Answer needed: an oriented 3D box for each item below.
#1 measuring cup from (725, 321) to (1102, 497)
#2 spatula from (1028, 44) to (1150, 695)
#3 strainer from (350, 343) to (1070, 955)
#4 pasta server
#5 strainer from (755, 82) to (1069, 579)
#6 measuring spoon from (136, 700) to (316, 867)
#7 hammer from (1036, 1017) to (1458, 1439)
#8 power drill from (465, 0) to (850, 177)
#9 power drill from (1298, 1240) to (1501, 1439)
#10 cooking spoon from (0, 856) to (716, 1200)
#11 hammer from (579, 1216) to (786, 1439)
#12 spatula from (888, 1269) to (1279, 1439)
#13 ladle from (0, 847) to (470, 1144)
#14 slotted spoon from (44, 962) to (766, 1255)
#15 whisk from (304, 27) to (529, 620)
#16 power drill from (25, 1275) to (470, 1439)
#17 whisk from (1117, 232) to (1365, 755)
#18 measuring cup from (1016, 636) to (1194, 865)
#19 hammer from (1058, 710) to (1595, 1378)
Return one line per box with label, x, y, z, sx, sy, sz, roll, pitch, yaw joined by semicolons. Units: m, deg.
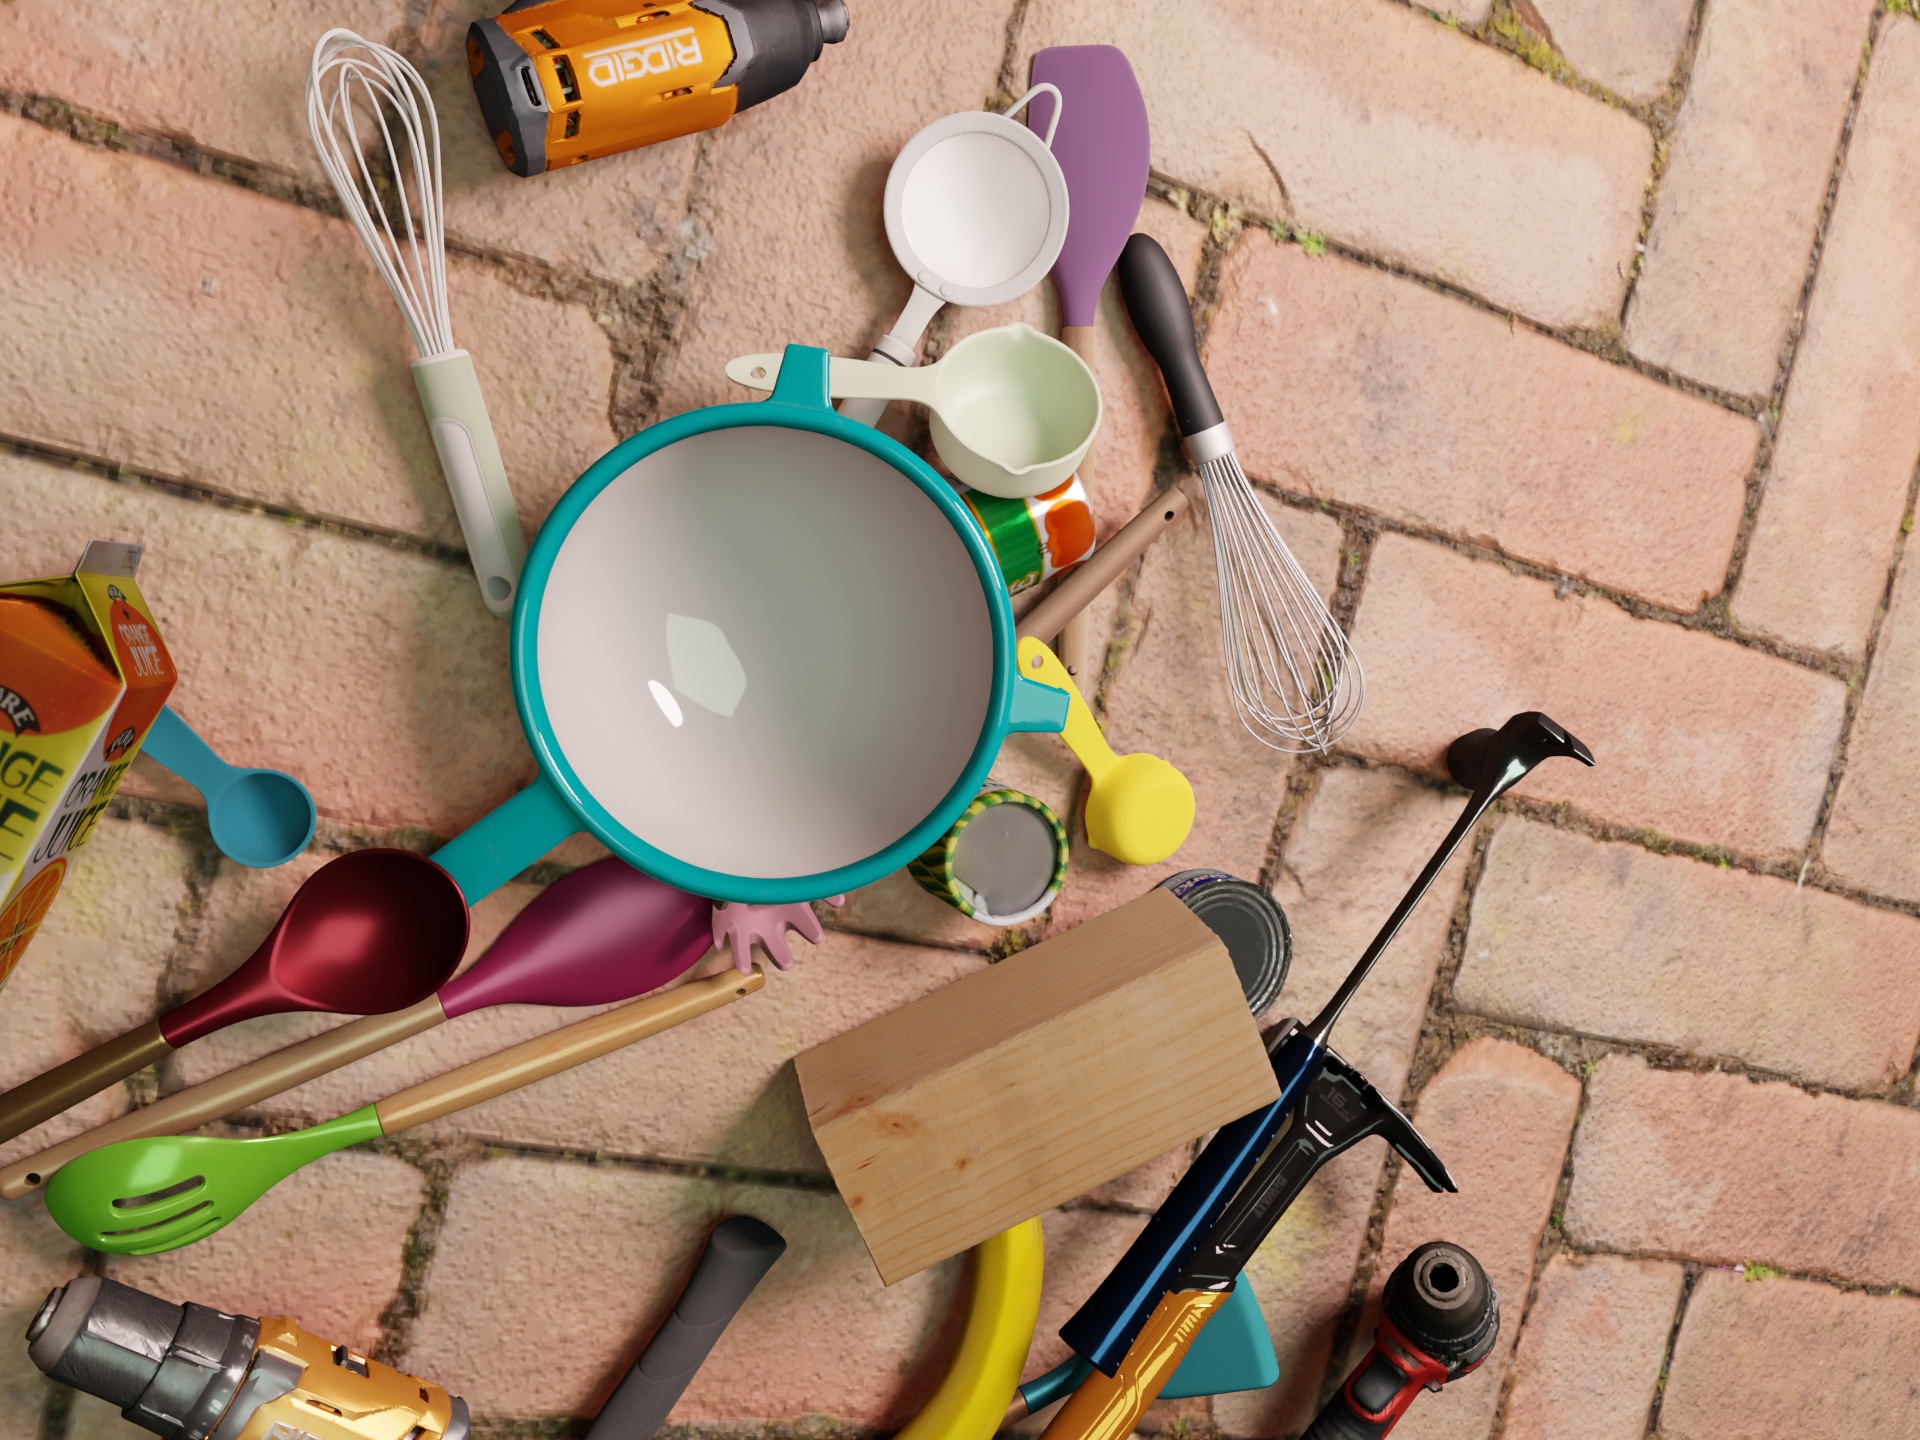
measuring cup;-0.022;-0.140;0.716;0.167;0.038;0.083;5;64;-5
spatula;0.060;-0.168;0.787;0.060;0.018;0.316;2;99;8
strainer;-0.134;0.004;0.708;0.340;0.095;0.211;-35;98;7
pasta server;-0.001;-0.002;0.767;0.316;0.040;0.060;-43;127;-7
strainer;-0.028;-0.179;0.743;0.086;0.050;0.258;31;91;-13
measuring spoon;-0.324;0.011;0.665;0.128;0.021;0.042;44;84;-12
hammer;0.116;0.320;0.829;0.127;0.034;0.337;43;74;5
power drill;-0.144;-0.357;0.653;0.164;0.084;0.226;-22;109;-19
power drill;0.206;0.374;0.850;0.227;0.080;0.187;-45;150;-11
cooking spoon;-0.255;0.137;0.705;0.319;0.017;0.068;-22;106;-18
hammer;-0.209;0.411;0.730;0.409;0.036;0.149;-55;148;-14
spatula;0.011;0.365;0.830;0.317;0.044;0.082;-17;79;-17
ladle;-0.346;0.141;0.647;0.315;0.031;0.069;-27;94;-8
slotted spoon;-0.234;0.167;0.710;0.313;0.031;0.070;-18;132;-22
whisk;-0.221;-0.159;0.665;0.058;0.059;0.246;-7;108;18
power drill;-0.344;0.357;0.668;0.185;0.084;0.226;35;79;-22
whisk;0.138;-0.111;0.812;0.070;0.070;0.284;-26;102;-17
measuring cup;0.072;0.016;0.793;0.062;0.029;0.156;-45;128;-11
hammer;0.185;0.156;0.812;0.035;0.144;0.405;38;80;3
